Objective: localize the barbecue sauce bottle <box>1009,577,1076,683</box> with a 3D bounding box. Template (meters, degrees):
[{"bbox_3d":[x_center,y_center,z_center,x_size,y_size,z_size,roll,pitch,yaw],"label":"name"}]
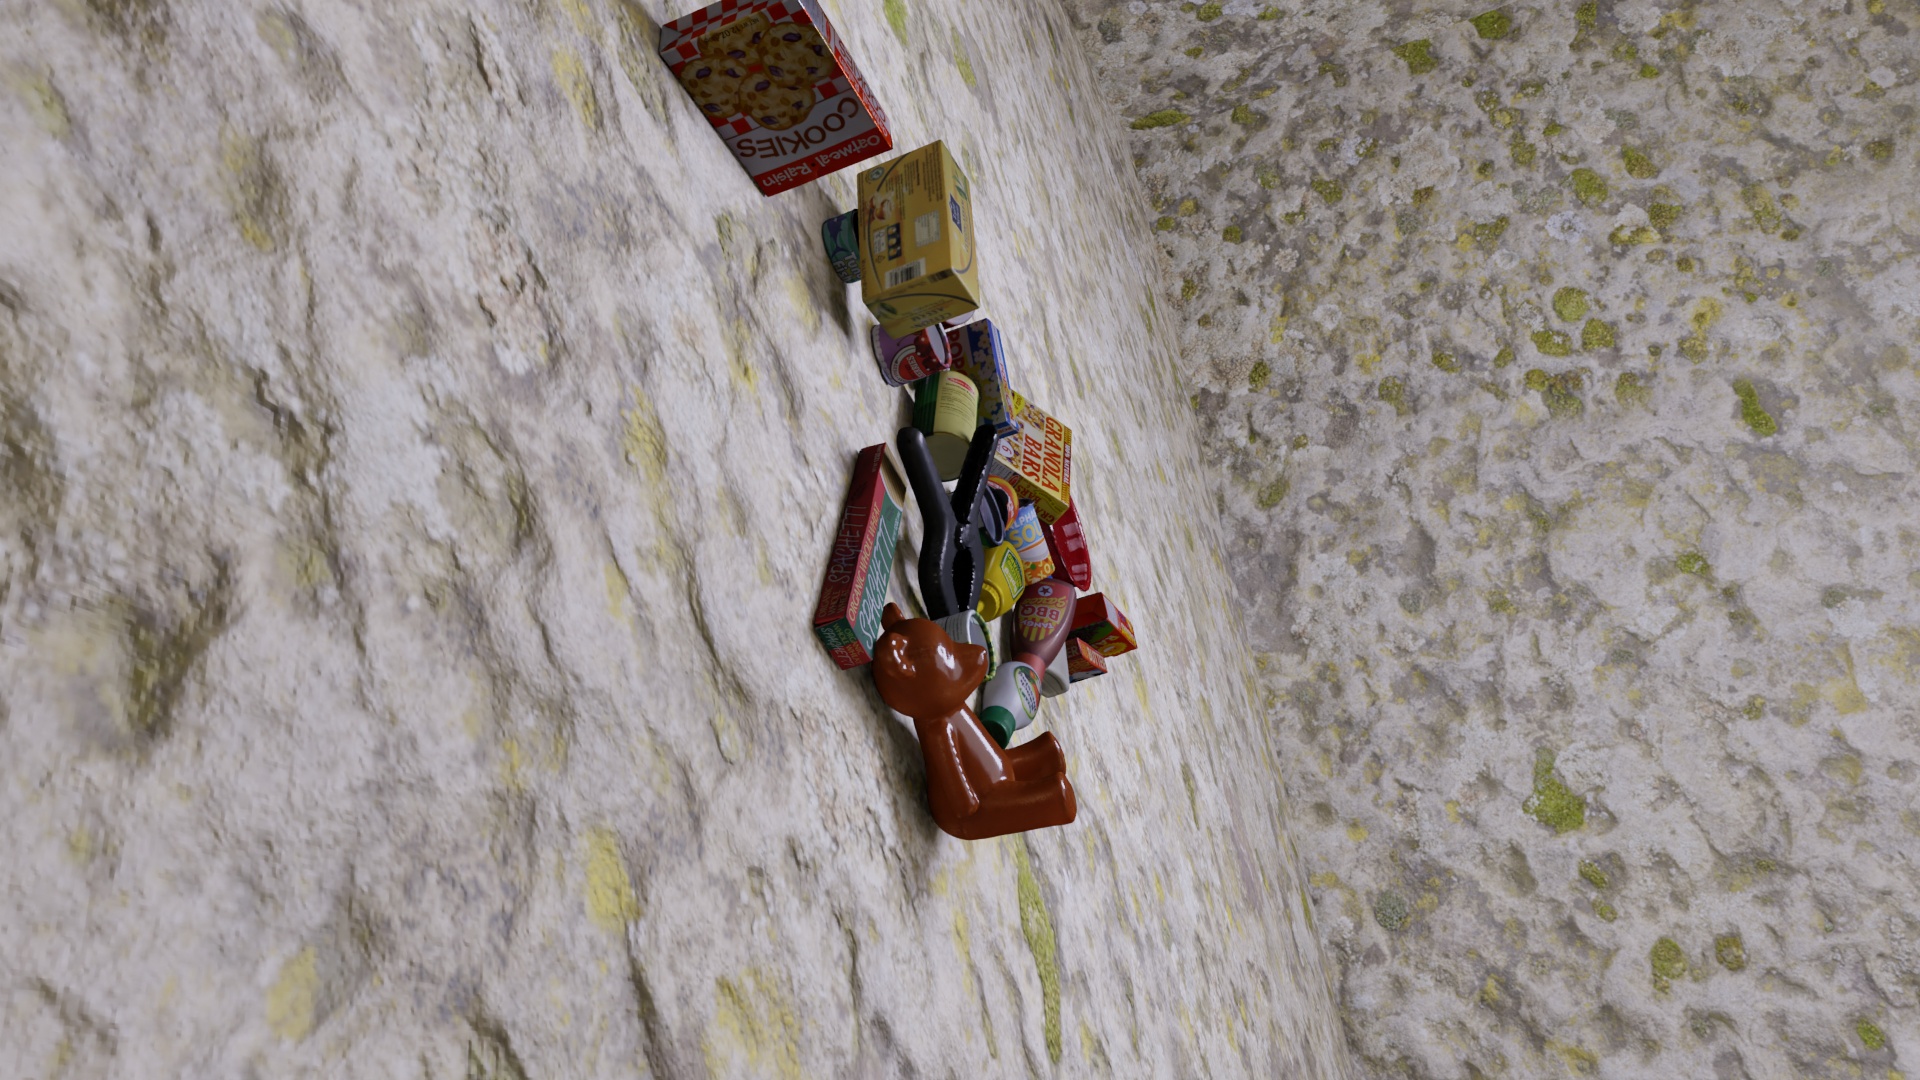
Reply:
[{"bbox_3d":[0.081,0.105,1.482,0.149,0.065,0.043,-70,163,-44],"label":"barbecue sauce bottle"}]

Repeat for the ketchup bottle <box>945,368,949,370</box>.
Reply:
[{"bbox_3d":[-0.051,-0.232,1.436,0.065,0.043,0.148,-43,115,-70],"label":"ketchup bottle"}]

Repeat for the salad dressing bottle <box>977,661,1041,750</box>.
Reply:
[{"bbox_3d":[0.043,0.164,1.348,0.148,0.044,0.064,-47,117,-70],"label":"salad dressing bottle"}]

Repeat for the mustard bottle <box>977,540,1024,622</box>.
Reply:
[{"bbox_3d":[0.028,0.049,1.400,0.161,0.049,0.065,-56,126,-68],"label":"mustard bottle"}]

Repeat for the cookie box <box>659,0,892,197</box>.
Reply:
[{"bbox_3d":[-0.147,-0.369,1.138,0.167,0.123,0.040,51,28,-50],"label":"cookie box"}]

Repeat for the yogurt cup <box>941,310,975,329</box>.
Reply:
[{"bbox_3d":[-0.019,-0.257,1.488,0.072,0.054,0.072,-3,96,-33],"label":"yogurt cup"}]

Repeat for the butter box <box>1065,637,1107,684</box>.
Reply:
[{"bbox_3d":[0.131,0.142,1.622,0.103,0.053,0.024,37,37,-62],"label":"butter box"}]

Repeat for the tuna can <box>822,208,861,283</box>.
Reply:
[{"bbox_3d":[-0.104,-0.281,1.338,0.071,0.033,0.071,-18,91,-73],"label":"tuna can"}]

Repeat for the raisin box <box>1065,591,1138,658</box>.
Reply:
[{"bbox_3d":[0.153,0.109,1.664,0.123,0.086,0.040,42,33,-59],"label":"raisin box"}]

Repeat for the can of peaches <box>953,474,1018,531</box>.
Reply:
[{"bbox_3d":[0.025,-0.033,1.434,0.058,0.071,0.071,-36,108,-73],"label":"can of peaches"}]

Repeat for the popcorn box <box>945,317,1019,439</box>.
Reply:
[{"bbox_3d":[0.008,-0.164,1.479,0.038,0.085,0.127,34,42,-62],"label":"popcorn box"}]

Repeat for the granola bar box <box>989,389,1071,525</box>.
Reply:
[{"bbox_3d":[0.068,-0.105,1.596,0.124,0.039,0.166,32,33,-16],"label":"granola bar box"}]

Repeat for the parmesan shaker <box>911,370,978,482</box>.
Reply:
[{"bbox_3d":[-0.019,-0.115,1.390,0.103,0.071,0.071,-85,153,-48],"label":"parmesan shaker"}]

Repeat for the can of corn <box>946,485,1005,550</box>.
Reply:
[{"bbox_3d":[0.005,-0.017,1.377,0.071,0.058,0.071,-18,91,-73],"label":"can of corn"}]

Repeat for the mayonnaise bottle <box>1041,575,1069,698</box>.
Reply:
[{"bbox_3d":[0.092,0.101,1.562,0.064,0.041,0.149,48,28,-40],"label":"mayonnaise bottle"}]

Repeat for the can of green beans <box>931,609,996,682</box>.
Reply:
[{"bbox_3d":[-0.006,0.100,1.233,0.071,0.058,0.071,-18,91,-73],"label":"can of green beans"}]

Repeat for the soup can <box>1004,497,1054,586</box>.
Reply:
[{"bbox_3d":[0.061,0.004,1.508,0.071,0.071,0.083,-50,121,-70],"label":"soup can"}]

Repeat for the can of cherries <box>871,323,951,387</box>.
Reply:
[{"bbox_3d":[-0.048,-0.190,1.380,0.071,0.058,0.071,-19,91,-73],"label":"can of cherries"}]

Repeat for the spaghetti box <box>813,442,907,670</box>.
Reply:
[{"bbox_3d":[-0.079,0.007,1.149,0.251,0.028,0.050,-82,150,-54],"label":"spaghetti box"}]
